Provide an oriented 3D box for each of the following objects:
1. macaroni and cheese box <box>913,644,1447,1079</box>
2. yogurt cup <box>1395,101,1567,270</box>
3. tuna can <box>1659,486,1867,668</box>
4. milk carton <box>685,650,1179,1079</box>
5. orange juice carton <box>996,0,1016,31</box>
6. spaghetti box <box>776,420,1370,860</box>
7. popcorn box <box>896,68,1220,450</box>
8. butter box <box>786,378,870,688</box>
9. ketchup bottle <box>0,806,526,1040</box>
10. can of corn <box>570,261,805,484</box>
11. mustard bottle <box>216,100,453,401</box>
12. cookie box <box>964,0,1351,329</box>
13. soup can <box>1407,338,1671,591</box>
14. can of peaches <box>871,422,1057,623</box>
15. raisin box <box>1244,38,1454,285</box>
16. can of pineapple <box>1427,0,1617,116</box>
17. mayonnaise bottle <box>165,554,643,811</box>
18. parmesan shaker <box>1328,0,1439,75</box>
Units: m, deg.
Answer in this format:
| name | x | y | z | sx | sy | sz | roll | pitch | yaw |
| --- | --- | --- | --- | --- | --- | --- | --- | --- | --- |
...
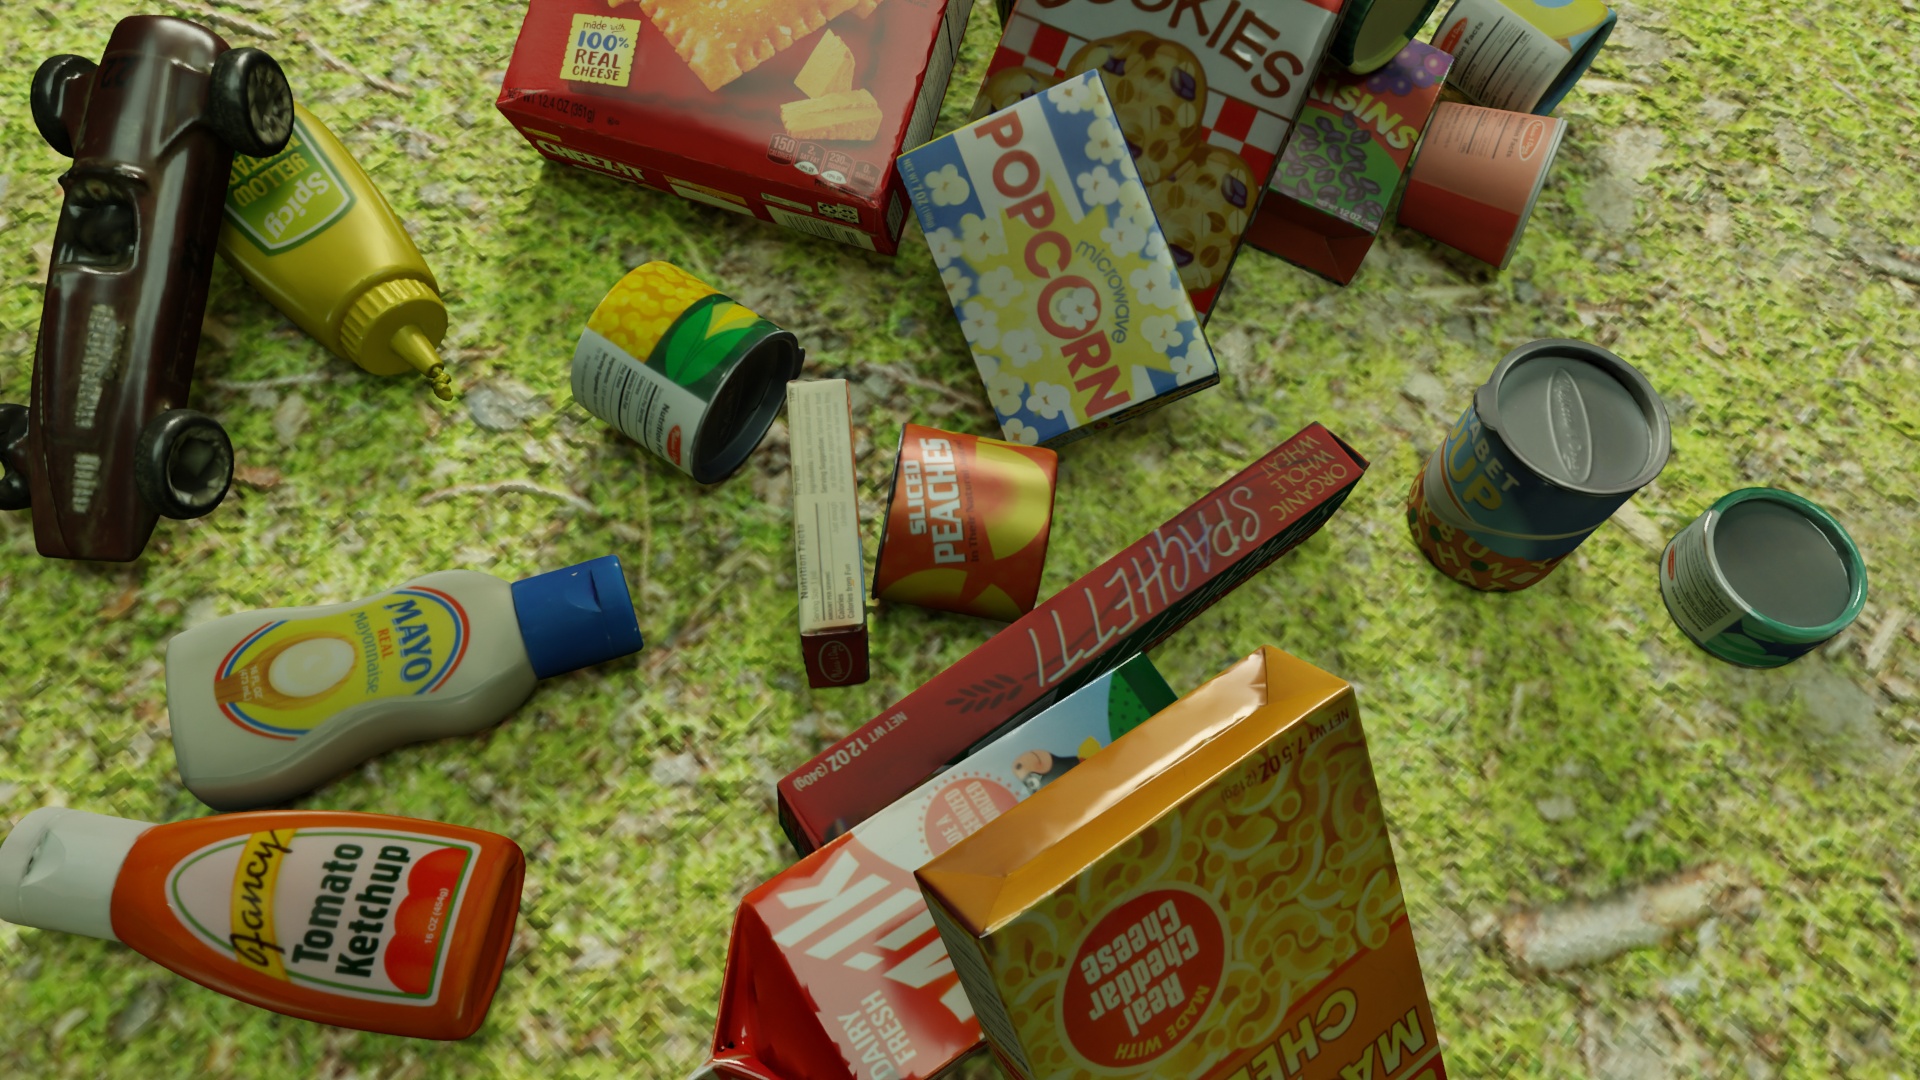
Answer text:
| name | x | y | z | sx | sy | sz | roll | pitch | yaw |
| --- | --- | --- | --- | --- | --- | --- | --- | --- | --- |
| macaroni and cheese box | 0.072 | 0.132 | 0.399 | 0.124 | 0.165 | 0.040 | -29 | 26 | -19 |
| yogurt cup | 0.227 | -0.159 | 0.611 | 0.054 | 0.072 | 0.073 | 22 | 63 | 15 |
| tuna can | 0.318 | 0.014 | 0.548 | 0.071 | 0.032 | 0.071 | 2 | 63 | -4 |
| milk carton | -0.003 | 0.121 | 0.437 | 0.191 | 0.072 | 0.073 | -29 | 70 | -19 |
| orange juice carton | 0.056 | -0.279 | 0.649 | 0.072 | 0.072 | 0.193 | -6 | 64 | -9 |
| spaghetti box | 0.045 | 0.035 | 0.499 | 0.251 | 0.050 | 0.029 | -32 | 72 | -20 |
| popcorn box | 0.038 | -0.105 | 0.538 | 0.085 | 0.038 | 0.126 | -22 | 88 | 10 |
| butter box | -0.048 | -0.003 | 0.507 | 0.024 | 0.053 | 0.104 | -4 | 63 | -5 |
| ketchup bottle | -0.218 | 0.113 | 0.435 | 0.149 | 0.043 | 0.065 | 9 | 62 | -1 |
| can of corn | -0.103 | -0.065 | 0.527 | 0.058 | 0.071 | 0.071 | 31 | 64 | 10 |
| mustard bottle | -0.245 | -0.111 | 0.544 | 0.065 | 0.048 | 0.160 | -41 | 73 | -16 |
| cookie box | 0.074 | -0.180 | 0.569 | 0.123 | 0.040 | 0.167 | 24 | 98 | 7 |
| soup can | 0.214 | -0.027 | 0.529 | 0.071 | 0.083 | 0.071 | 2 | 62 | -5 |
| can of peaches | 0.002 | -0.006 | 0.504 | 0.058 | 0.071 | 0.071 | 11 | 62 | -2 |
| raisin box | 0.162 | -0.186 | 0.631 | 0.086 | 0.040 | 0.124 | 26 | 62 | 8 |
| can of pineapple | 0.263 | -0.235 | 0.652 | 0.071 | 0.070 | 0.058 | -40 | 74 | -22 |
| mayonnaise bottle | -0.186 | 0.041 | 0.476 | 0.148 | 0.041 | 0.065 | -16 | 64 | -13 |
| parmesan shaker | 0.159 | -0.263 | 0.612 | 0.071 | 0.071 | 0.103 | -35 | 67 | -21 |
